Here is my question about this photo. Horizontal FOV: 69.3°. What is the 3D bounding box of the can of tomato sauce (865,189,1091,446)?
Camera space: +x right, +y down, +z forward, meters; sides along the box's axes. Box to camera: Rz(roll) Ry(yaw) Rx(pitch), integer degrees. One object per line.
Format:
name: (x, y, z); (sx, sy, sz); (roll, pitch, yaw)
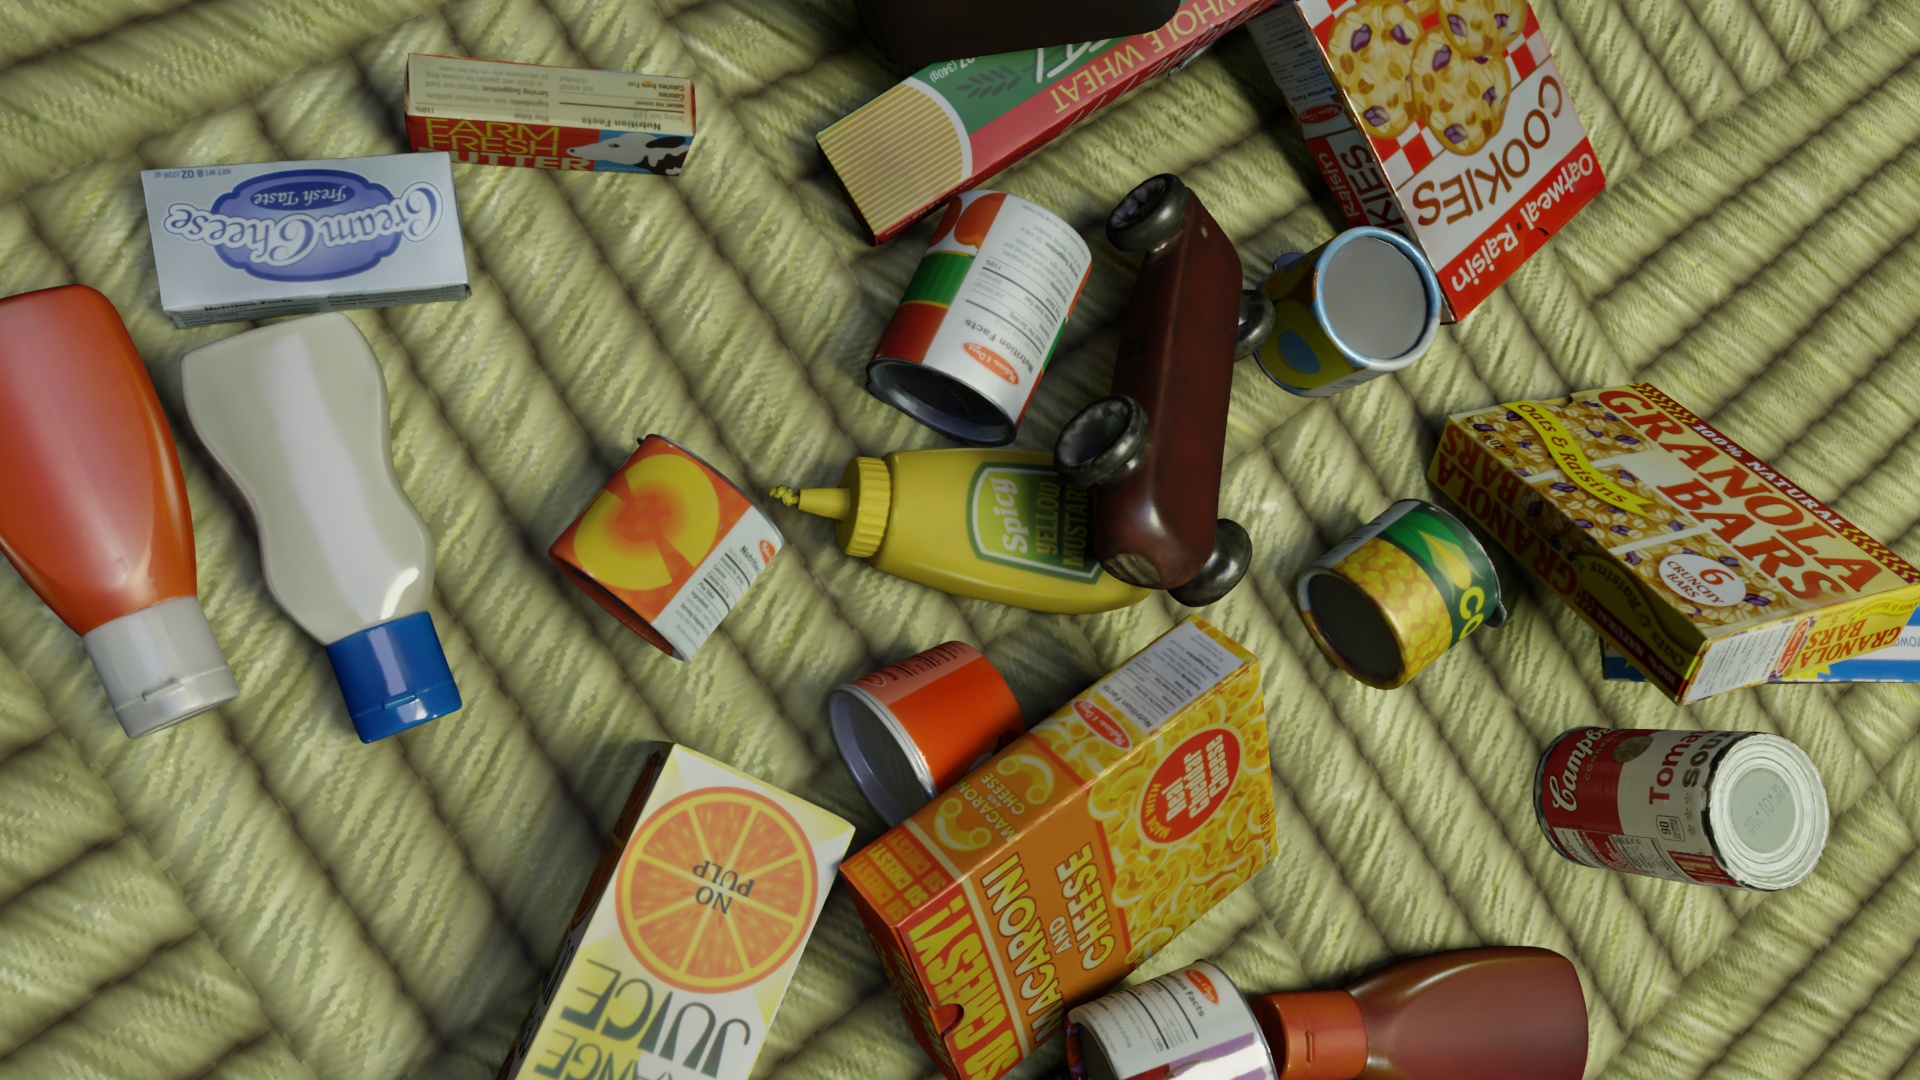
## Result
can of tomato sauce: (0.007, -0.091, 0.569); (0.071, 0.071, 0.083); (28, 75, -13)

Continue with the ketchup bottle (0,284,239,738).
ketchup bottle: (-0.292, -0.008, 0.468); (0.065, 0.043, 0.148); (-24, 91, -19)

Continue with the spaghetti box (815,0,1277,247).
spaghetti box: (0.058, -0.209, 0.576); (0.250, 0.029, 0.050); (-31, 94, 1)

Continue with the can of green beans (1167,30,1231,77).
can of green beans: (0.106, -0.256, 0.623); (0.071, 0.071, 0.058); (-42, 96, -18)

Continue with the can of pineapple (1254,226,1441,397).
can of pineapple: (0.172, -0.104, 0.628); (0.071, 0.057, 0.071); (2, 82, -18)

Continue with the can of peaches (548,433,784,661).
can of peaches: (-0.111, 0.002, 0.517); (0.071, 0.071, 0.058); (40, 73, -10)

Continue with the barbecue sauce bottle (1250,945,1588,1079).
barbecue sauce bottle: (0.199, 0.212, 0.603); (0.149, 0.043, 0.065); (3, 82, -18)

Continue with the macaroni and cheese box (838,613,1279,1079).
macaroni and cheese box: (0.046, 0.122, 0.531); (0.167, 0.040, 0.123); (-33, 133, -19)

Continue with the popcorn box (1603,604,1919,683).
popcorn box: (0.389, 0.050, 0.666); (0.127, 0.085, 0.038); (3, 84, -18)

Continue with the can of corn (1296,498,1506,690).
can of corn: (0.194, 0.026, 0.613); (0.058, 0.071, 0.071); (-32, 94, -18)

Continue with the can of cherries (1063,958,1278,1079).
can of cherries: (0.079, 0.202, 0.524); (0.058, 0.071, 0.071); (-15, 88, -18)

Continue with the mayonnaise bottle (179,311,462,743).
mayonnaise bottle: (-0.221, -0.003, 0.494); (0.065, 0.041, 0.148); (-20, 91, -18)

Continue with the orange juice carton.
orange juice carton: (-0.114, 0.173, 0.489); (0.073, 0.071, 0.193); (27, 75, -13)

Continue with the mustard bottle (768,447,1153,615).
mustard bottle: (0.002, -0.007, 0.563); (0.160, 0.048, 0.065); (7, 75, -18)

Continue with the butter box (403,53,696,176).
butter box: (-0.156, -0.161, 0.529); (0.104, 0.053, 0.024); (-1, 86, -18)

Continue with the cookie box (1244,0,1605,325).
cookie box: (0.222, -0.202, 0.649); (0.123, 0.040, 0.167); (-41, 110, -18)

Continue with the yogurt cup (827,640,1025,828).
yogurt cup: (-0.012, 0.075, 0.541); (0.054, 0.072, 0.072); (-29, 93, -27)

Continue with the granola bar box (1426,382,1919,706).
granola bar box: (0.310, -0.008, 0.615); (0.124, 0.166, 0.038); (-10, 130, -19)

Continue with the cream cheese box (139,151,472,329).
cream cheese box: (-0.237, -0.111, 0.511); (0.104, 0.024, 0.053); (-10, 87, -19)
